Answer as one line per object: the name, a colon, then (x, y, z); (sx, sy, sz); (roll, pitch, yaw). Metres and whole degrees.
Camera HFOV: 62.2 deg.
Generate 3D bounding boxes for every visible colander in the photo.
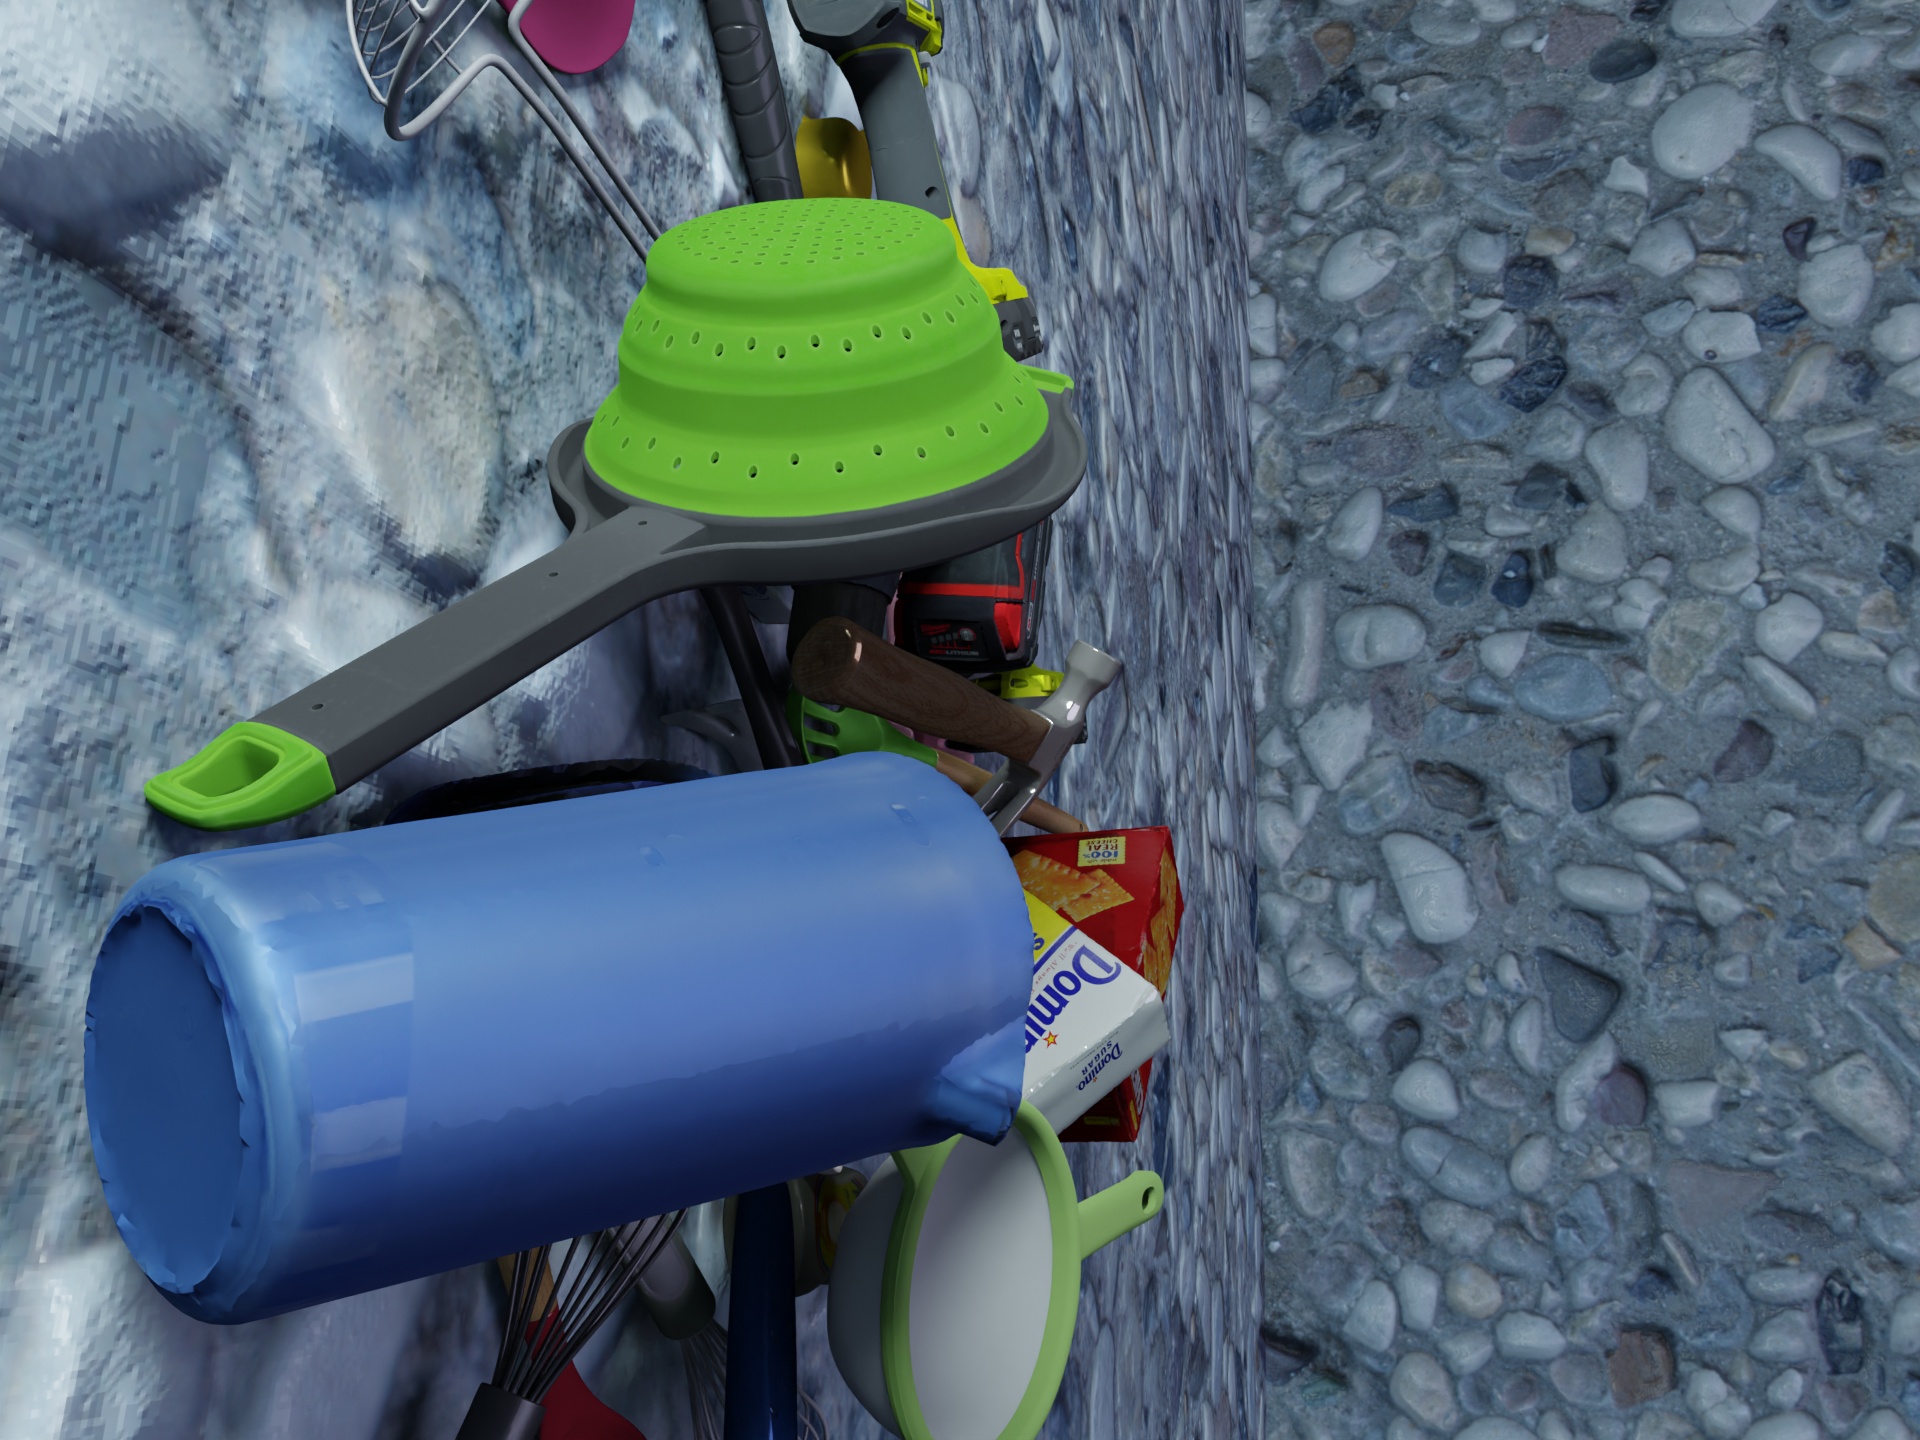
colander: (-0.098, -0.097, 0.531); (0.397, 0.205, 0.094); (-41, 138, -45)

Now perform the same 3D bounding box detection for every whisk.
whisk: (-0.108, 0.247, 0.646); (0.059, 0.058, 0.246); (37, -29, 55)
whisk: (-0.139, 0.215, 0.500); (0.055, 0.055, 0.239); (64, 41, -51)

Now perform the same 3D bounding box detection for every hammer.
hammer: (-0.063, 0.059, 0.682); (0.127, 0.034, 0.336); (-77, 152, -62)
hammer: (-0.001, -0.003, 0.786); (0.130, 0.031, 0.331); (-60, 159, 4)
hammer: (-0.083, 0.176, 0.651); (0.143, 0.035, 0.406); (58, 24, -55)
hammer: (-0.088, -0.258, 0.811); (0.146, 0.035, 0.334); (-63, 146, -56)

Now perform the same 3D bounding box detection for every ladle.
ladle: (-0.152, 0.181, 0.547); (0.069, 0.031, 0.315); (-41, 124, -61)

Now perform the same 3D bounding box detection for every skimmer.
skimmer: (-0.112, -0.192, 0.613); (0.127, 0.090, 0.363); (-56, 158, -9)

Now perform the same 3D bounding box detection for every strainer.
strainer: (0.014, 0.232, 0.703); (0.256, 0.069, 0.151); (6, 81, -61)

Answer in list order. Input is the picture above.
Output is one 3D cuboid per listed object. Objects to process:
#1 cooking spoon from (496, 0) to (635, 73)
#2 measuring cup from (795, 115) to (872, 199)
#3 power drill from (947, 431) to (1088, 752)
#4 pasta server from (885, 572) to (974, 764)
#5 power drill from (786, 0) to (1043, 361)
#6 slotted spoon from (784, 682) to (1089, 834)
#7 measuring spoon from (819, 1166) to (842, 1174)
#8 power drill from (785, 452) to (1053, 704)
cooking spoon: (-0.185, -0.262, 0.524); (0.319, 0.017, 0.068); (-43, 150, -67)
measuring cup: (-0.055, -0.331, 0.930); (0.157, 0.029, 0.062); (-59, 142, -57)
power drill: (0.036, -0.094, 1.110); (0.190, 0.080, 0.228); (3, 82, -73)
pasta server: (-0.034, -0.114, 0.950); (0.060, 0.040, 0.316); (-5, 91, -54)
power drill: (-0.021, -0.299, 0.860); (0.171, 0.080, 0.223); (-55, 132, -70)
slotted spoon: (-0.006, 0.032, 0.918); (0.313, 0.031, 0.070); (27, 64, -53)
measuring spoon: (-0.078, 0.162, 0.757); (0.124, 0.018, 0.034); (-109, 176, -46)
power drill: (-0.024, -0.084, 0.811); (0.226, 0.080, 0.188); (35, 61, -68)
